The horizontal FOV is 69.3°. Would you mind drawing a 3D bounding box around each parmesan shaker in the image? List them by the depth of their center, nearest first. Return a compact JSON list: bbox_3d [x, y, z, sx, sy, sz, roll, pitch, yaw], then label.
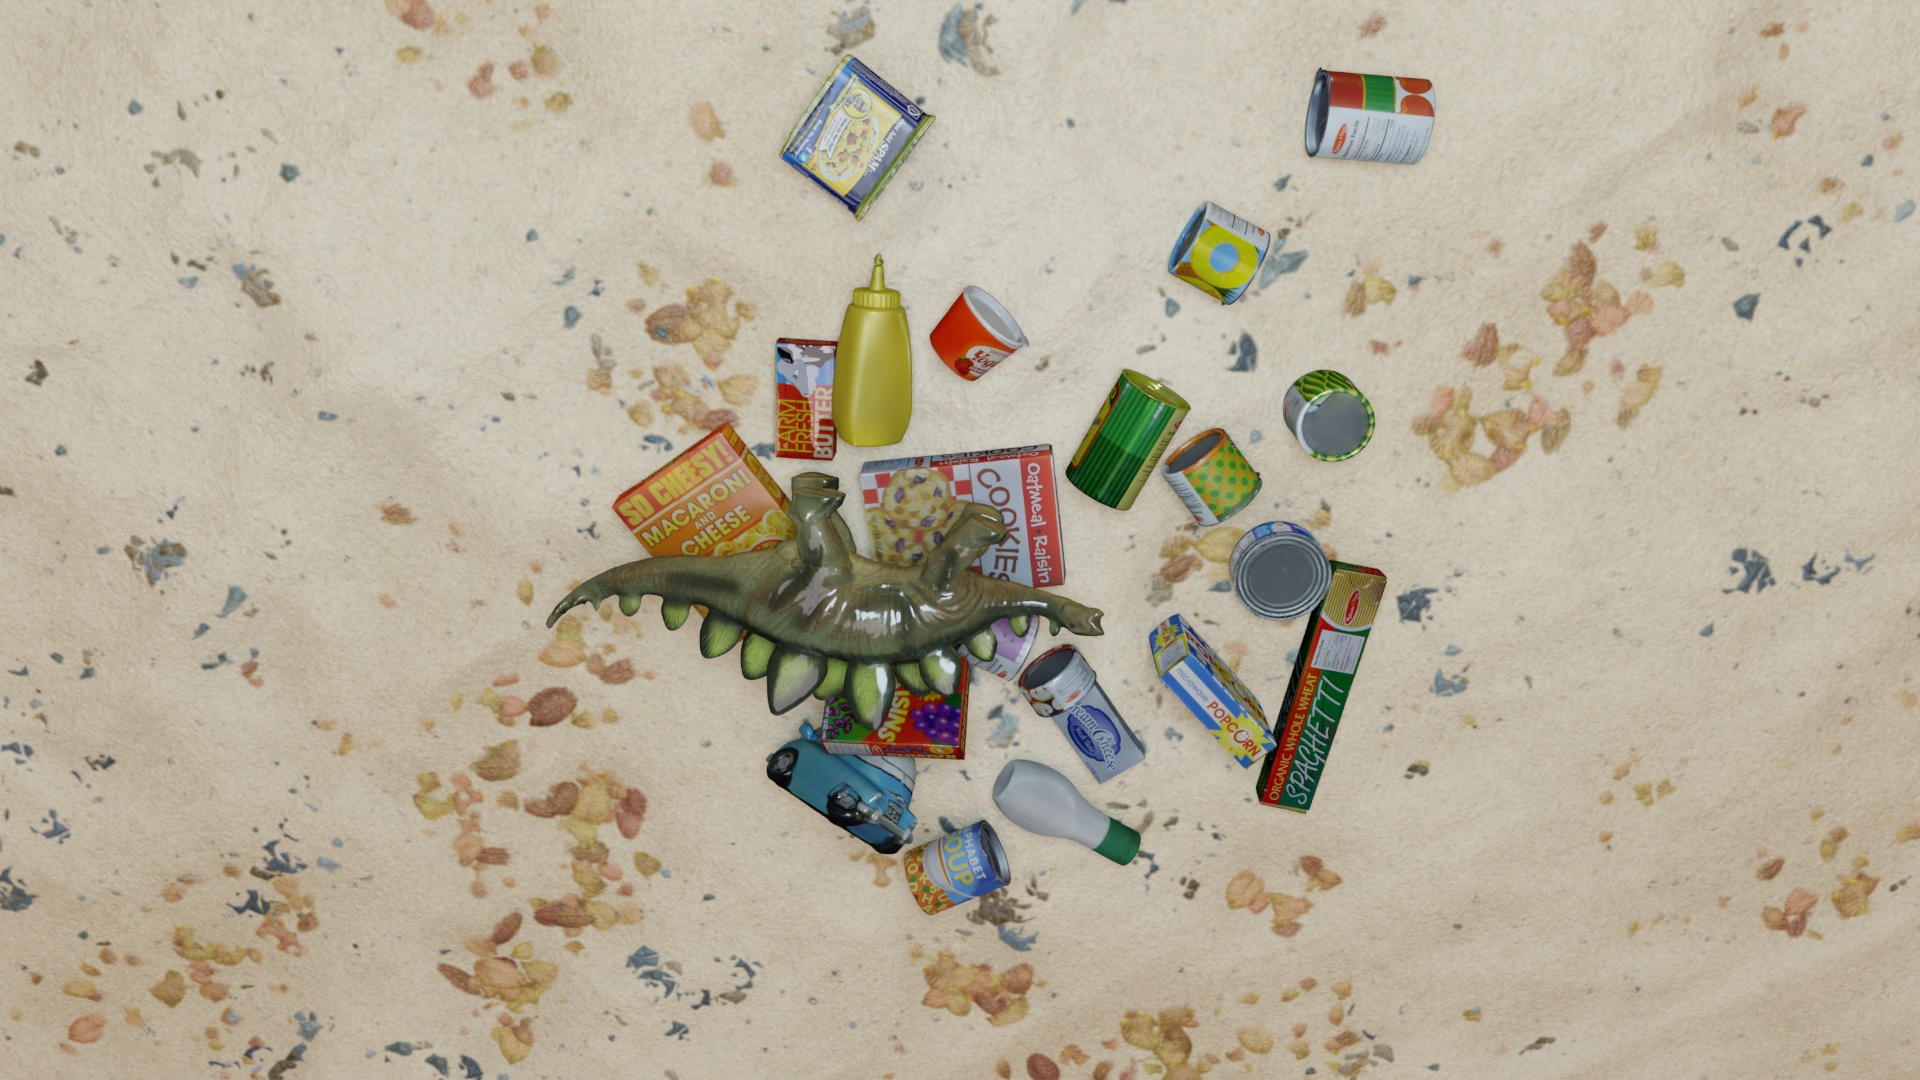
[{"bbox_3d":[0.140,-0.085,1.178,0.071,0.071,0.102,26,110,-9],"label":"parmesan shaker"}]

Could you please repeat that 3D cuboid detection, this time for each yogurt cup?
[{"bbox_3d":[0.011,-0.169,1.153,0.072,0.073,0.053,42,114,-14],"label":"yogurt cup"}]

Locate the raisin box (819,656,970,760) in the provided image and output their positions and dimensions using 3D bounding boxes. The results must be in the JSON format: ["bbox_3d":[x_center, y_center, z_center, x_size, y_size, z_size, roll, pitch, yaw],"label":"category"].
[{"bbox_3d":[-0.056,0.146,1.224,0.123,0.086,0.040,1,152,7],"label":"raisin box"}]

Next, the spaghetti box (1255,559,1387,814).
[{"bbox_3d":[0.330,0.138,1.284,0.050,0.029,0.249,11,111,-3],"label":"spaghetti box"}]

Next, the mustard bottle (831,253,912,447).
[{"bbox_3d":[-0.072,-0.160,1.161,0.065,0.049,0.159,-6,111,-32],"label":"mustard bottle"}]

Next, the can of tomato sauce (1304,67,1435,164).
[{"bbox_3d":[0.319,-0.332,1.086,0.083,0.071,0.071,4,111,-1],"label":"can of tomato sauce"}]

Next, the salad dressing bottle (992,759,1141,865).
[{"bbox_3d":[0.103,0.263,1.328,0.147,0.044,0.064,31,107,-12],"label":"salad dressing bottle"}]

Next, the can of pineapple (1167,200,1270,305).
[{"bbox_3d":[0.207,-0.231,1.124,0.058,0.071,0.070,26,109,-8],"label":"can of pineapple"}]

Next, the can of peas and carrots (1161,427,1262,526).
[{"bbox_3d":[0.217,-0.056,1.192,0.071,0.071,0.058,-36,106,13],"label":"can of peas and carrots"}]

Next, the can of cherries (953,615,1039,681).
[{"bbox_3d":[0.032,0.083,1.250,0.058,0.072,0.071,25,110,-8],"label":"can of cherries"}]

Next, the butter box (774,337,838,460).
[{"bbox_3d":[-0.132,-0.121,1.193,0.053,0.024,0.103,3,111,0],"label":"butter box"}]

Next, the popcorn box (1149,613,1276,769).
[{"bbox_3d":[0.226,0.135,1.254,0.038,0.085,0.126,-40,105,14],"label":"popcorn box"}]

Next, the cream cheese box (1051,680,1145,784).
[{"bbox_3d":[0.125,0.174,1.304,0.053,0.024,0.103,-32,107,11],"label":"cream cheese box"}]

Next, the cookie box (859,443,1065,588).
[{"bbox_3d":[0.004,-0.015,1.224,0.167,0.040,0.122,-6,110,4],"label":"cookie box"}]

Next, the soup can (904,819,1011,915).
[{"bbox_3d":[-0.004,0.314,1.334,0.084,0.071,0.071,-24,109,10],"label":"soup can"}]

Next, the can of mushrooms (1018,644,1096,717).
[{"bbox_3d":[0.086,0.127,1.265,0.071,0.071,0.033,-32,108,12],"label":"can of mushrooms"}]

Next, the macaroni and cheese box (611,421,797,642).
[{"bbox_3d":[-0.207,-0.004,1.231,0.123,0.040,0.166,-33,108,11],"label":"macaroni and cheese box"}]

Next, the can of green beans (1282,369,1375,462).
[{"bbox_3d":[0.311,-0.106,1.175,0.071,0.058,0.071,0,111,1],"label":"can of green beans"}]
